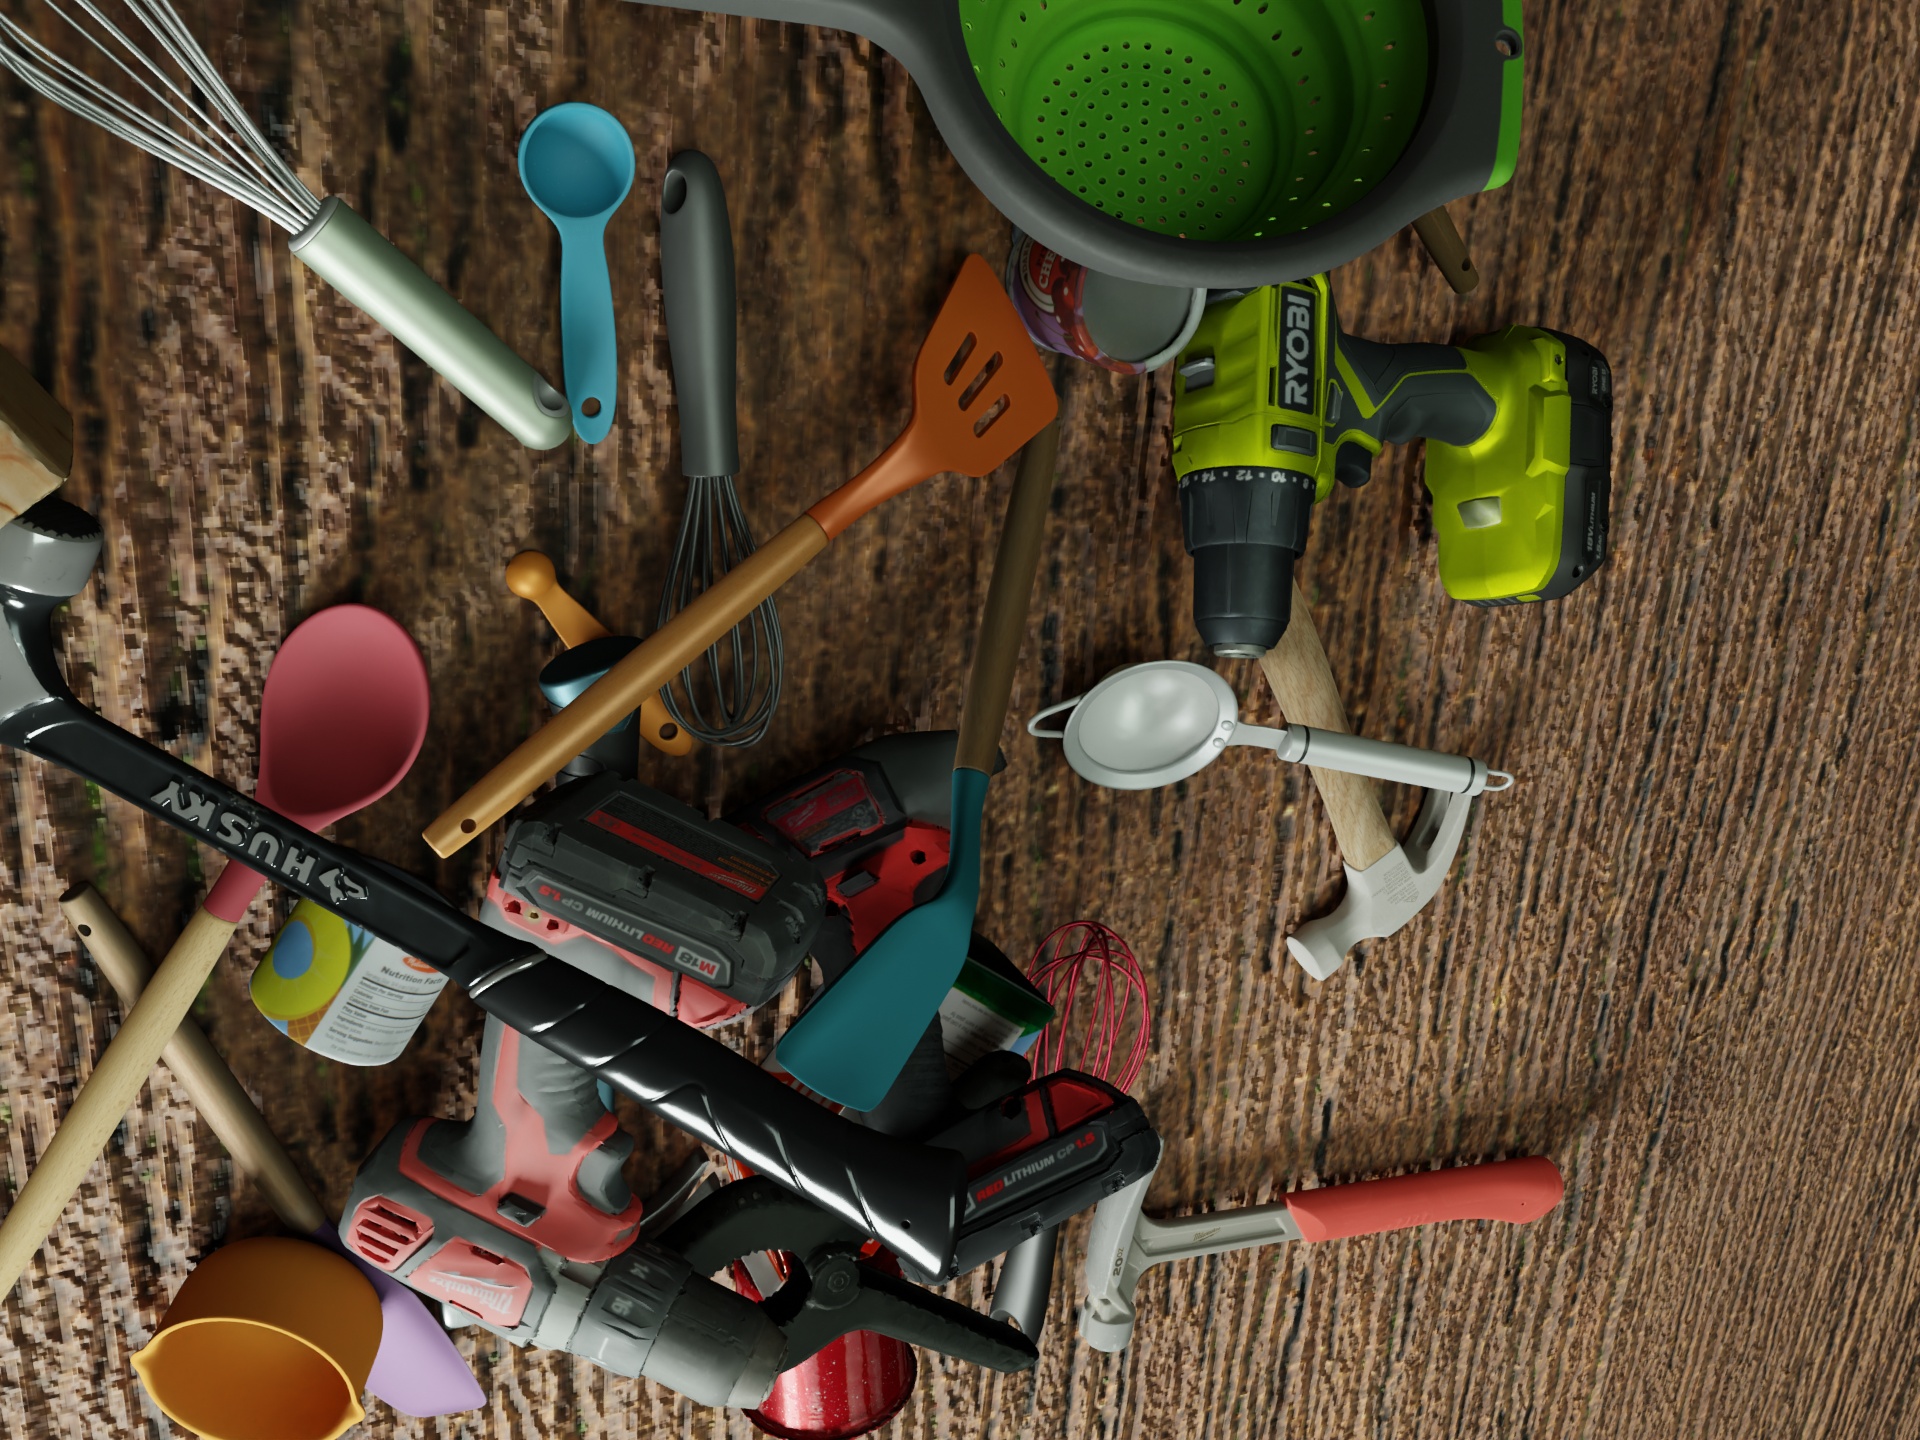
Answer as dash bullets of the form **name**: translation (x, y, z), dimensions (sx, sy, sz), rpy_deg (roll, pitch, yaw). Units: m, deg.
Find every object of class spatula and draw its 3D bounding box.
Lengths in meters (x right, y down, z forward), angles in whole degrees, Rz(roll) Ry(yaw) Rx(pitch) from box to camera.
- **spatula**: translation (-0.290, 0.196, 0.673), dimensions (0.060, 0.018, 0.315), rpy_deg (-13, 119, 11)
- **spatula**: translation (-0.001, -0.002, 0.649), dimensions (0.082, 0.044, 0.318), rpy_deg (48, 48, -53)
- **spatula**: translation (-0.078, -0.061, 0.620), dimensions (0.322, 0.041, 0.081), rpy_deg (-42, 121, -15)

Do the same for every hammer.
- **hammer**: translation (-0.178, 0.083, 0.553), dimensions (0.409, 0.036, 0.149), rpy_deg (29, 105, 0)
- **hammer**: translation (-0.164, 0.121, 0.696), dimensions (0.128, 0.033, 0.330), rpy_deg (-4, 115, -26)
- **hammer**: translation (0.240, 0.298, 0.992), dimensions (0.359, 0.037, 0.149), rpy_deg (1, 111, -28)
- **hammer**: translation (0.184, -0.011, 0.830), dimensions (0.130, 0.031, 0.331), rpy_deg (-35, 123, -10)

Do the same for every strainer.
- **strainer**: translation (0.155, 0.009, 0.784), dimensions (0.258, 0.050, 0.086), rpy_deg (11, 132, -11)

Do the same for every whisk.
- **whisk**: translation (-0.101, -0.101, 0.634), dimensions (0.055, 0.055, 0.239), rpy_deg (-9, 110, -24)
- **whisk**: translation (0.049, 0.233, 0.852), dimensions (0.073, 0.073, 0.295), rpy_deg (-4, 118, -27)
- **whisk**: translation (-0.226, -0.173, 0.538), dimensions (0.059, 0.058, 0.246), rpy_deg (-27, 132, 26)

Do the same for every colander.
- **colander**: translation (-0.002, -0.245, 0.581), dimensions (0.397, 0.094, 0.204), rpy_deg (5, 79, -7)

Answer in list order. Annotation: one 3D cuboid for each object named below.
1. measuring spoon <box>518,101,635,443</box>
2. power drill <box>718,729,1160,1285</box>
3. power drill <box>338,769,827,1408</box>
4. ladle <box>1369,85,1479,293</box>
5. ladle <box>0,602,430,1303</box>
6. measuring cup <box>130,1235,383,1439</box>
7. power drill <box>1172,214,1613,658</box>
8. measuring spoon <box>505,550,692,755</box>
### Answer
- **measuring spoon**: translation (-0.144, -0.168, 0.600), dimensions (0.042, 0.021, 0.128), rpy_deg (-12, 125, -24)
- **power drill**: translation (-0.009, 0.111, 0.678), dimensions (0.143, 0.220, 0.078), rpy_deg (-28, 164, -2)
- **power drill**: translation (-0.127, 0.155, 0.624), dimensions (0.188, 0.080, 0.226), rpy_deg (25, 106, 3)
- **ladle**: translation (0.154, -0.300, 0.664), dimensions (0.078, 0.062, 0.319), rpy_deg (-50, 123, -8)
- **ladle**: translation (-0.293, 0.095, 0.602), dimensions (0.069, 0.031, 0.315), rpy_deg (32, 90, 10)
- **measuring cup**: translation (-0.304, 0.292, 0.692), dimensions (0.095, 0.052, 0.173), rpy_deg (18, 122, -9)
- **power drill**: translation (0.194, -0.117, 0.732), dimensions (0.228, 0.080, 0.190), rpy_deg (5, 85, -31)
- **measuring spoon**: translation (-0.147, -0.024, 0.660), dimensions (0.021, 0.011, 0.116), rpy_deg (-40, 124, -7)
